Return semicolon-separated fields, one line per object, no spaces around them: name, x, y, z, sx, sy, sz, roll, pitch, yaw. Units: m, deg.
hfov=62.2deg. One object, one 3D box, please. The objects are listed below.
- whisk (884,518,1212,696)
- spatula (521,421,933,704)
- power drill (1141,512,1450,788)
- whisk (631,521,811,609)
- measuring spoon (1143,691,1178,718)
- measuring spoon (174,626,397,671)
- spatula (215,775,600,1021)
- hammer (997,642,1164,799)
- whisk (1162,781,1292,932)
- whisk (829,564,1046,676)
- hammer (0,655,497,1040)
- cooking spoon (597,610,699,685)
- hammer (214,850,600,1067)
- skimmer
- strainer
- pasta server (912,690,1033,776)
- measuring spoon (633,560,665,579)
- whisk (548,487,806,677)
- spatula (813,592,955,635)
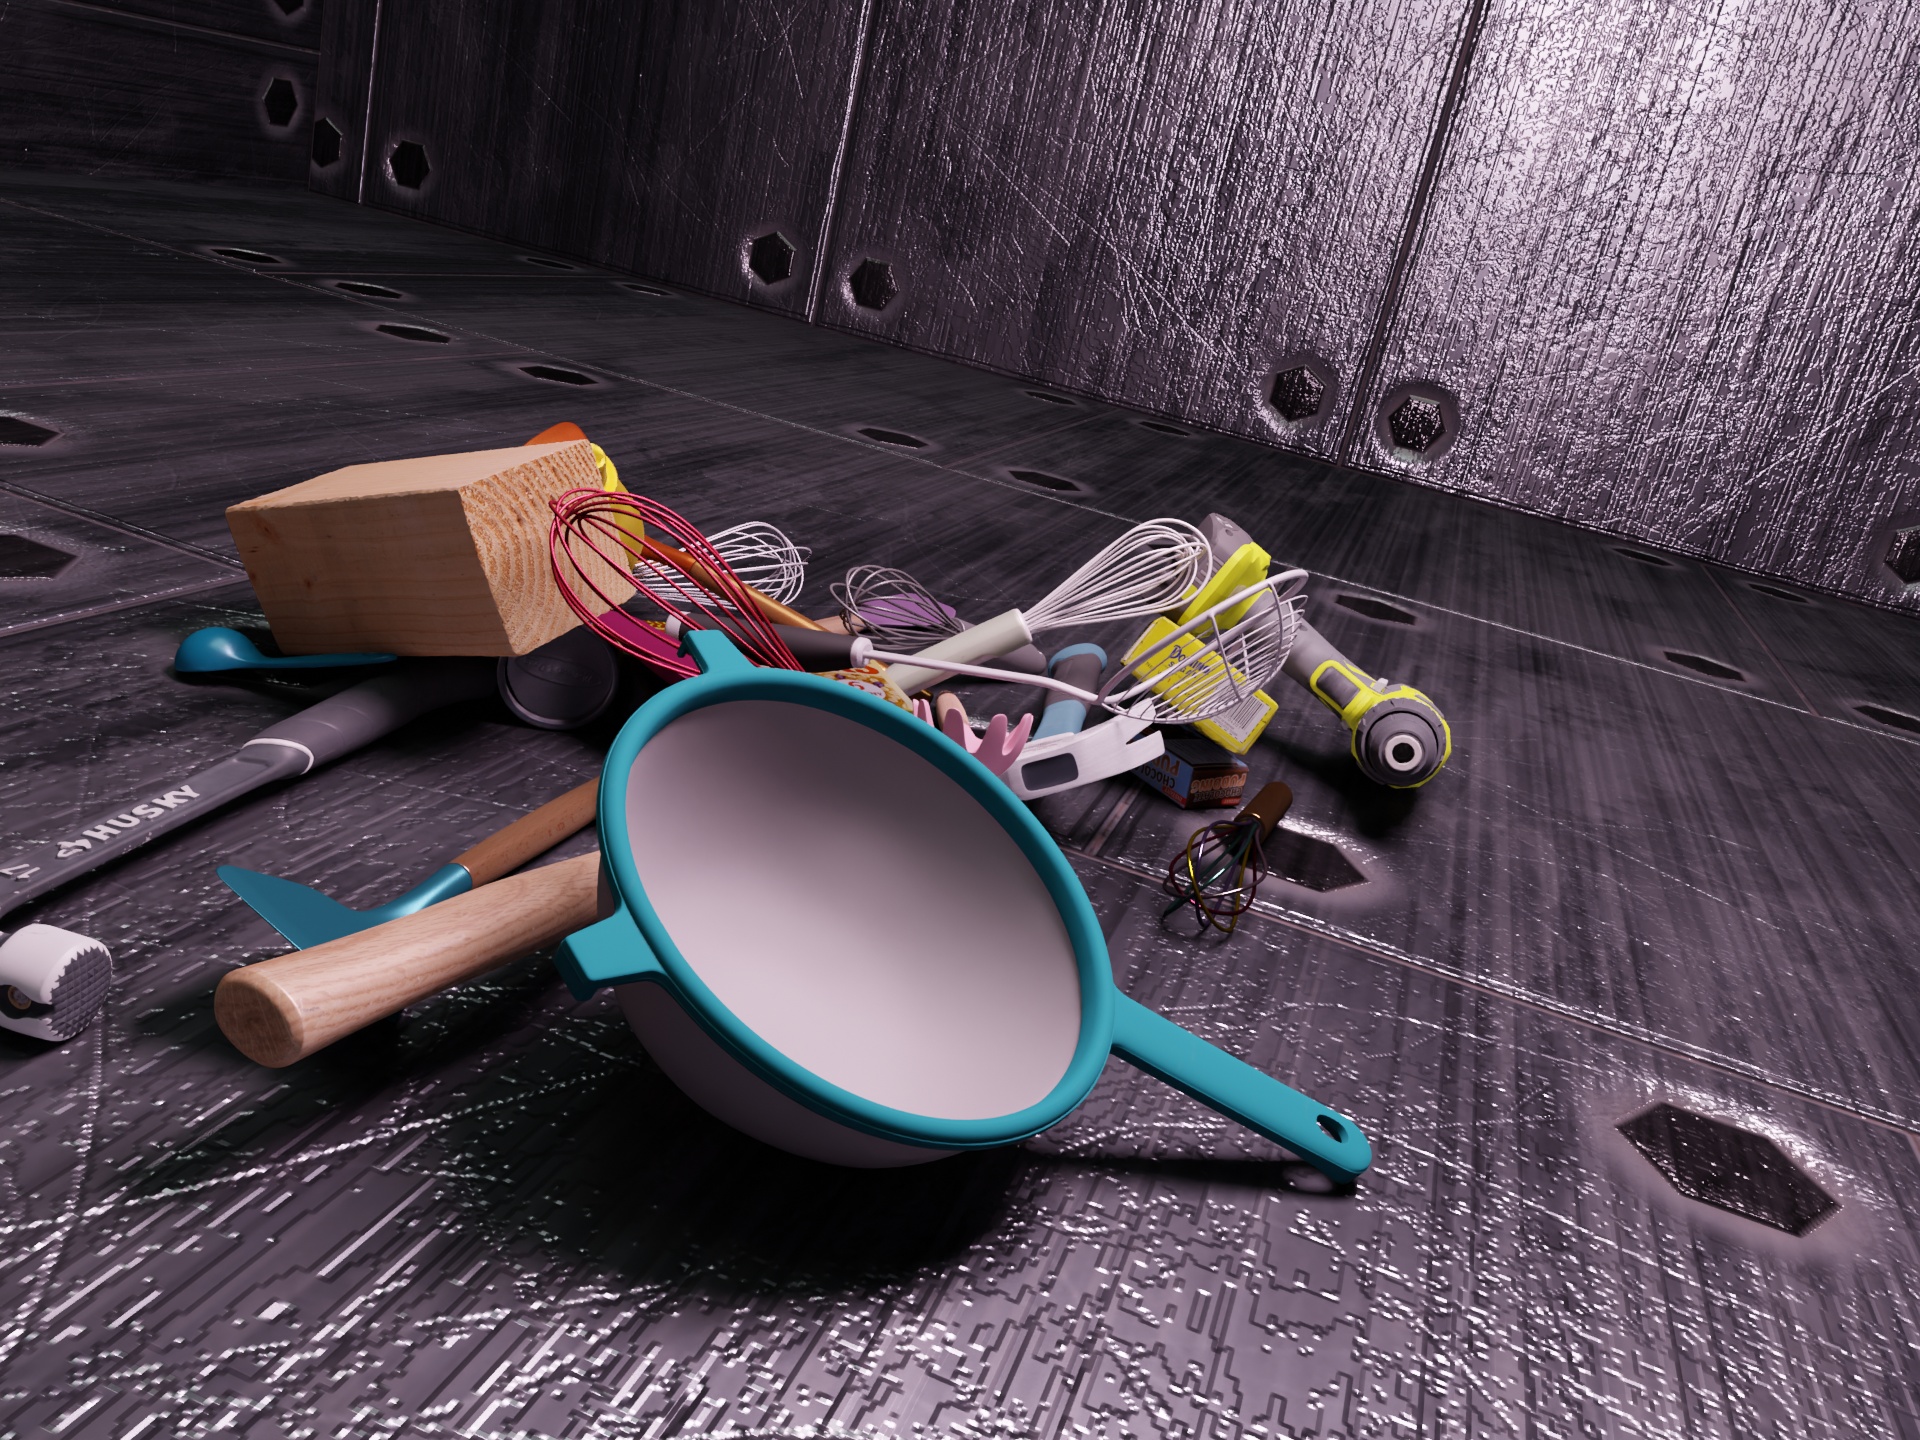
whisk;0.048;-0.064;1.032;0.246;0.059;0.058;-24;-4;3
spatula;-0.157;-0.097;1.070;0.322;0.041;0.081;30;43;6
power drill;0.237;-0.040;1.085;0.228;0.080;0.190;41;13;8
whisk;-0.223;-0.098;1.113;0.284;0.070;0.070;-12;31;-42
measuring spoon;0.151;0.000;1.132;0.034;0.018;0.124;13;20;-2
measuring spoon;-0.358;-0.040;0.844;0.128;0.021;0.042;-1;12;13
spatula;-0.201;0.055;0.700;0.082;0.044;0.317;40;20;3
hammer;0.066;-0.007;1.026;0.128;0.033;0.331;-14;11;11
whisk;0.162;0.072;0.913;0.047;0.051;0.245;40;21;10
whisk;-0.008;-0.061;1.096;0.055;0.055;0.238;27;6;35
hammer;-0.328;0.023;0.723;0.149;0.036;0.409;15;18;8
cooking spoon;-0.089;0.023;0.827;0.319;0.017;0.068;37;13;30
hammer;-0.156;0.072;0.633;0.130;0.031;0.331;28;16;14
skimmer;0.005;-0.058;0.886;0.363;0.090;0.127;8;2;17
strainer;0.000;0.117;0.611;0.340;0.095;0.211;30;32;-16
pasta server;-0.001;-0.003;0.912;0.060;0.040;0.316;8;6;-3
measuring spoon;-0.245;-0.112;1.166;0.011;0.021;0.117;39;19;8
whisk;-0.089;-0.019;0.814;0.295;0.073;0.073;38;10;-21
spatula;-0.087;-0.068;1.165;0.060;0.018;0.316;22;20;22
